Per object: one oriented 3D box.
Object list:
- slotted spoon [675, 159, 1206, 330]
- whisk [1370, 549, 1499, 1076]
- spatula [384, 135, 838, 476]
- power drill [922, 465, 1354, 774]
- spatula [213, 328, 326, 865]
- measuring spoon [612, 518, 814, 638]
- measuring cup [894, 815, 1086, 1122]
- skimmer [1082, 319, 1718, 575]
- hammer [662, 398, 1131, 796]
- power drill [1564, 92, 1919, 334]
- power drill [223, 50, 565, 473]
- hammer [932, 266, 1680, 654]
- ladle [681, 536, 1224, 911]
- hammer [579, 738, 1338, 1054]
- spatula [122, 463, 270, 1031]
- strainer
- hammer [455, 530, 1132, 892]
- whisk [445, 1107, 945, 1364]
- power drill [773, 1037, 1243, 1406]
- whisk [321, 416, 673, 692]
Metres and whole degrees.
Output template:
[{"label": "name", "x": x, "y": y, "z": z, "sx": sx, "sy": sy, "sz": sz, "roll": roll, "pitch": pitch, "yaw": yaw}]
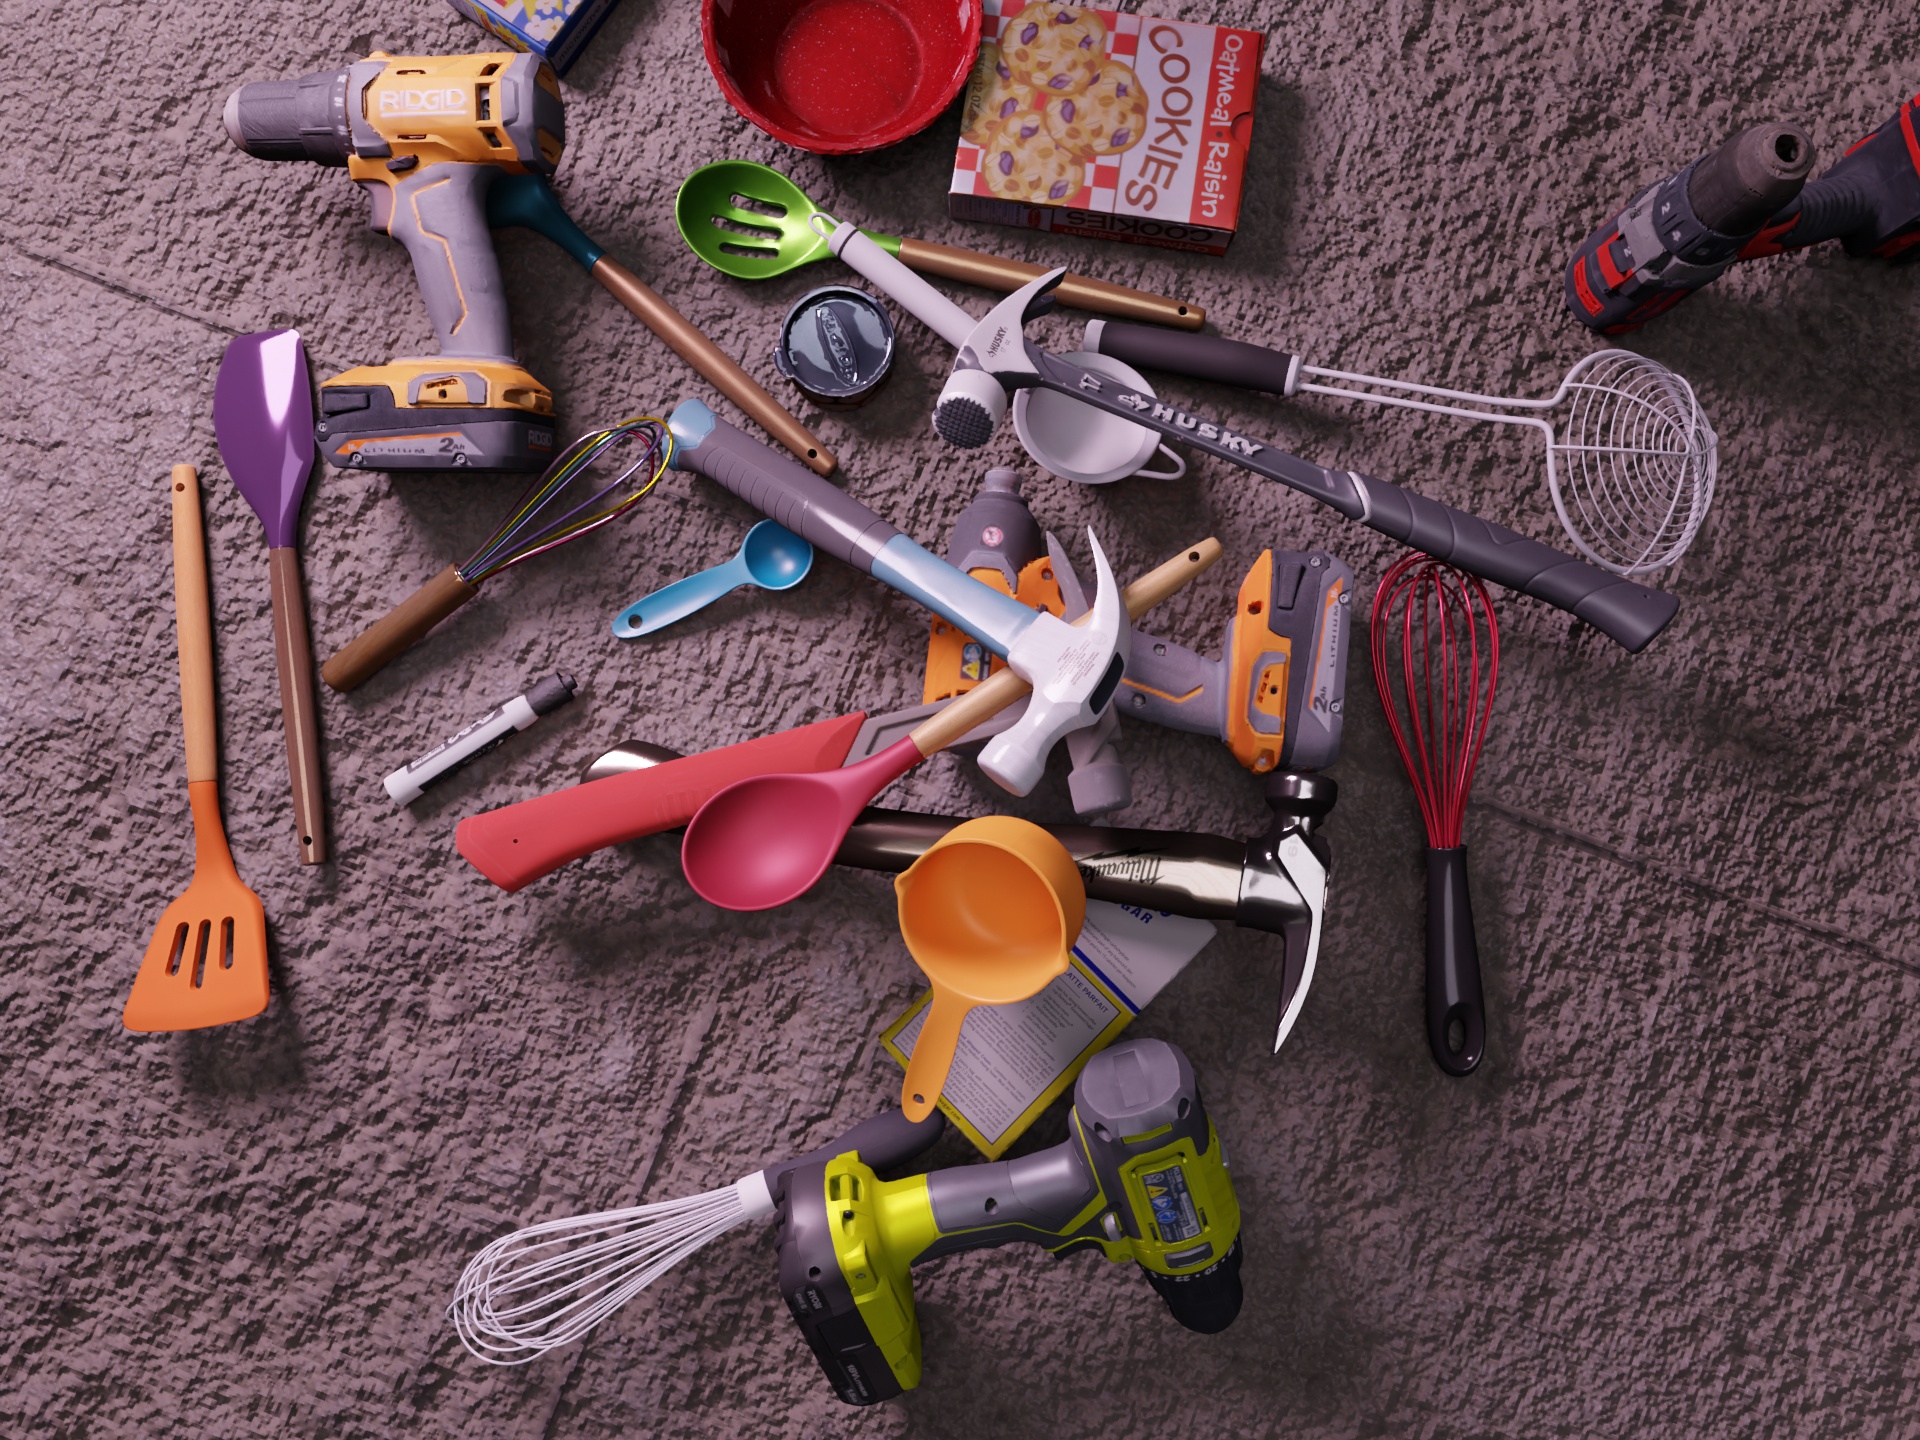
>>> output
[{"label": "slotted spoon", "x": -0.011, "y": -0.267, "z": 0.931, "sx": 0.313, "sy": 0.031, "sz": 0.070, "roll": 12, "pitch": 85, "yaw": 0}, {"label": "whisk", "x": 0.269, "y": 0.051, "z": 0.884, "sx": 0.073, "sy": 0.073, "sz": 0.296, "roll": -3, "pitch": 90, "yaw": 0}, {"label": "spatula", "x": -0.195, "y": -0.248, "z": 0.921, "sx": 0.317, "sy": 0.044, "sz": 0.082, "roll": 41, "pitch": 101, "yaw": 2}, {"label": "power drill", "x": 0.096, "y": -0.054, "z": 0.883, "sx": 0.226, "sy": 0.084, "sz": 0.164, "roll": 5, "pitch": 84, "yaw": 5}, {"label": "spatula", "x": -0.391, "y": -0.073, "z": 0.918, "sx": 0.060, "sy": 0.018, "sz": 0.316, "roll": -10, "pitch": 83, "yaw": 3}, {"label": "measuring spoon", "x": -0.142, "y": -0.077, "z": 0.921, "sx": 0.128, "sy": 0.021, "sz": 0.042, "roll": -24, "pitch": 85, "yaw": 7}, {"label": "measuring cup", "x": 0.007, "y": 0.127, "z": 0.811, "sx": 0.095, "sy": 0.052, "sz": 0.173, "roll": 25, "pitch": 116, "yaw": 13}, {"label": "skimmer", "x": 0.251, "y": -0.175, "z": 0.918, "sx": 0.363, "sy": 0.090, "sz": 0.127, "roll": 13, "pitch": 79, "yaw": 12}, {"label": "hammer", "x": -0.048, "y": -0.091, "z": 0.835, "sx": 0.331, "sy": 0.033, "sz": 0.128, "roll": 34, "pitch": 78, "yaw": 32}, {"label": "power drill", "x": 0.461, "y": -0.285, "z": 0.852, "sx": 0.226, "sy": 0.188, "sz": 0.080, "roll": -17, "pitch": 85, "yaw": -5}, {"label": "power drill", "x": -0.314, "y": -0.253, "z": 0.884, "sx": 0.185, "sy": 0.084, "sz": 0.226, "roll": 1, "pitch": 96, "yaw": 6}, {"label": "hammer", "x": 0.193, "y": -0.130, "z": 0.855, "sx": 0.409, "sy": 0.036, "sz": 0.149, "roll": 22, "pitch": 48, "yaw": -1}, {"label": "ladle", "x": -0.001, "y": -0.003, "z": 0.804, "sx": 0.315, "sy": 0.031, "sz": 0.069, "roll": -33, "pitch": 76, "yaw": 0}, {"label": "hammer", "x": -0.012, "y": 0.077, "z": 0.860, "sx": 0.410, "sy": 0.038, "sz": 0.146, "roll": 7, "pitch": 79, "yaw": 10}, {"label": "spatula", "x": -0.434, "y": 0.010, "z": 0.899, "sx": 0.081, "sy": 0.041, "sz": 0.323, "roll": -7, "pitch": 83, "yaw": 1}, {"label": "strainer", "x": 0.017, "y": -0.209, "z": 0.907, "sx": 0.258, "sy": 0.050, "sz": 0.087, "roll": 38, "pitch": 68, "yaw": 1}, {"label": "hammer", "x": -0.096, "y": 0.015, "z": 0.846, "sx": 0.359, "sy": 0.036, "sz": 0.149, "roll": -14, "pitch": 80, "yaw": 6}, {"label": "whisk", "x": -0.141, "y": 0.271, "z": 0.865, "sx": 0.284, "sy": 0.070, "sz": 0.070, "roll": -21, "pitch": 85, "yaw": -6}, {"label": "power drill", "x": 0.034, "y": 0.274, "z": 0.829, "sx": 0.228, "sy": 0.080, "sz": 0.190, "roll": -17, "pitch": 121, "yaw": 3}, {"label": "whisk", "x": -0.262, "y": -0.092, "z": 0.898, "sx": 0.245, "sy": 0.051, "sz": 0.047, "roll": -36, "pitch": 90, "yaw": 5}]
